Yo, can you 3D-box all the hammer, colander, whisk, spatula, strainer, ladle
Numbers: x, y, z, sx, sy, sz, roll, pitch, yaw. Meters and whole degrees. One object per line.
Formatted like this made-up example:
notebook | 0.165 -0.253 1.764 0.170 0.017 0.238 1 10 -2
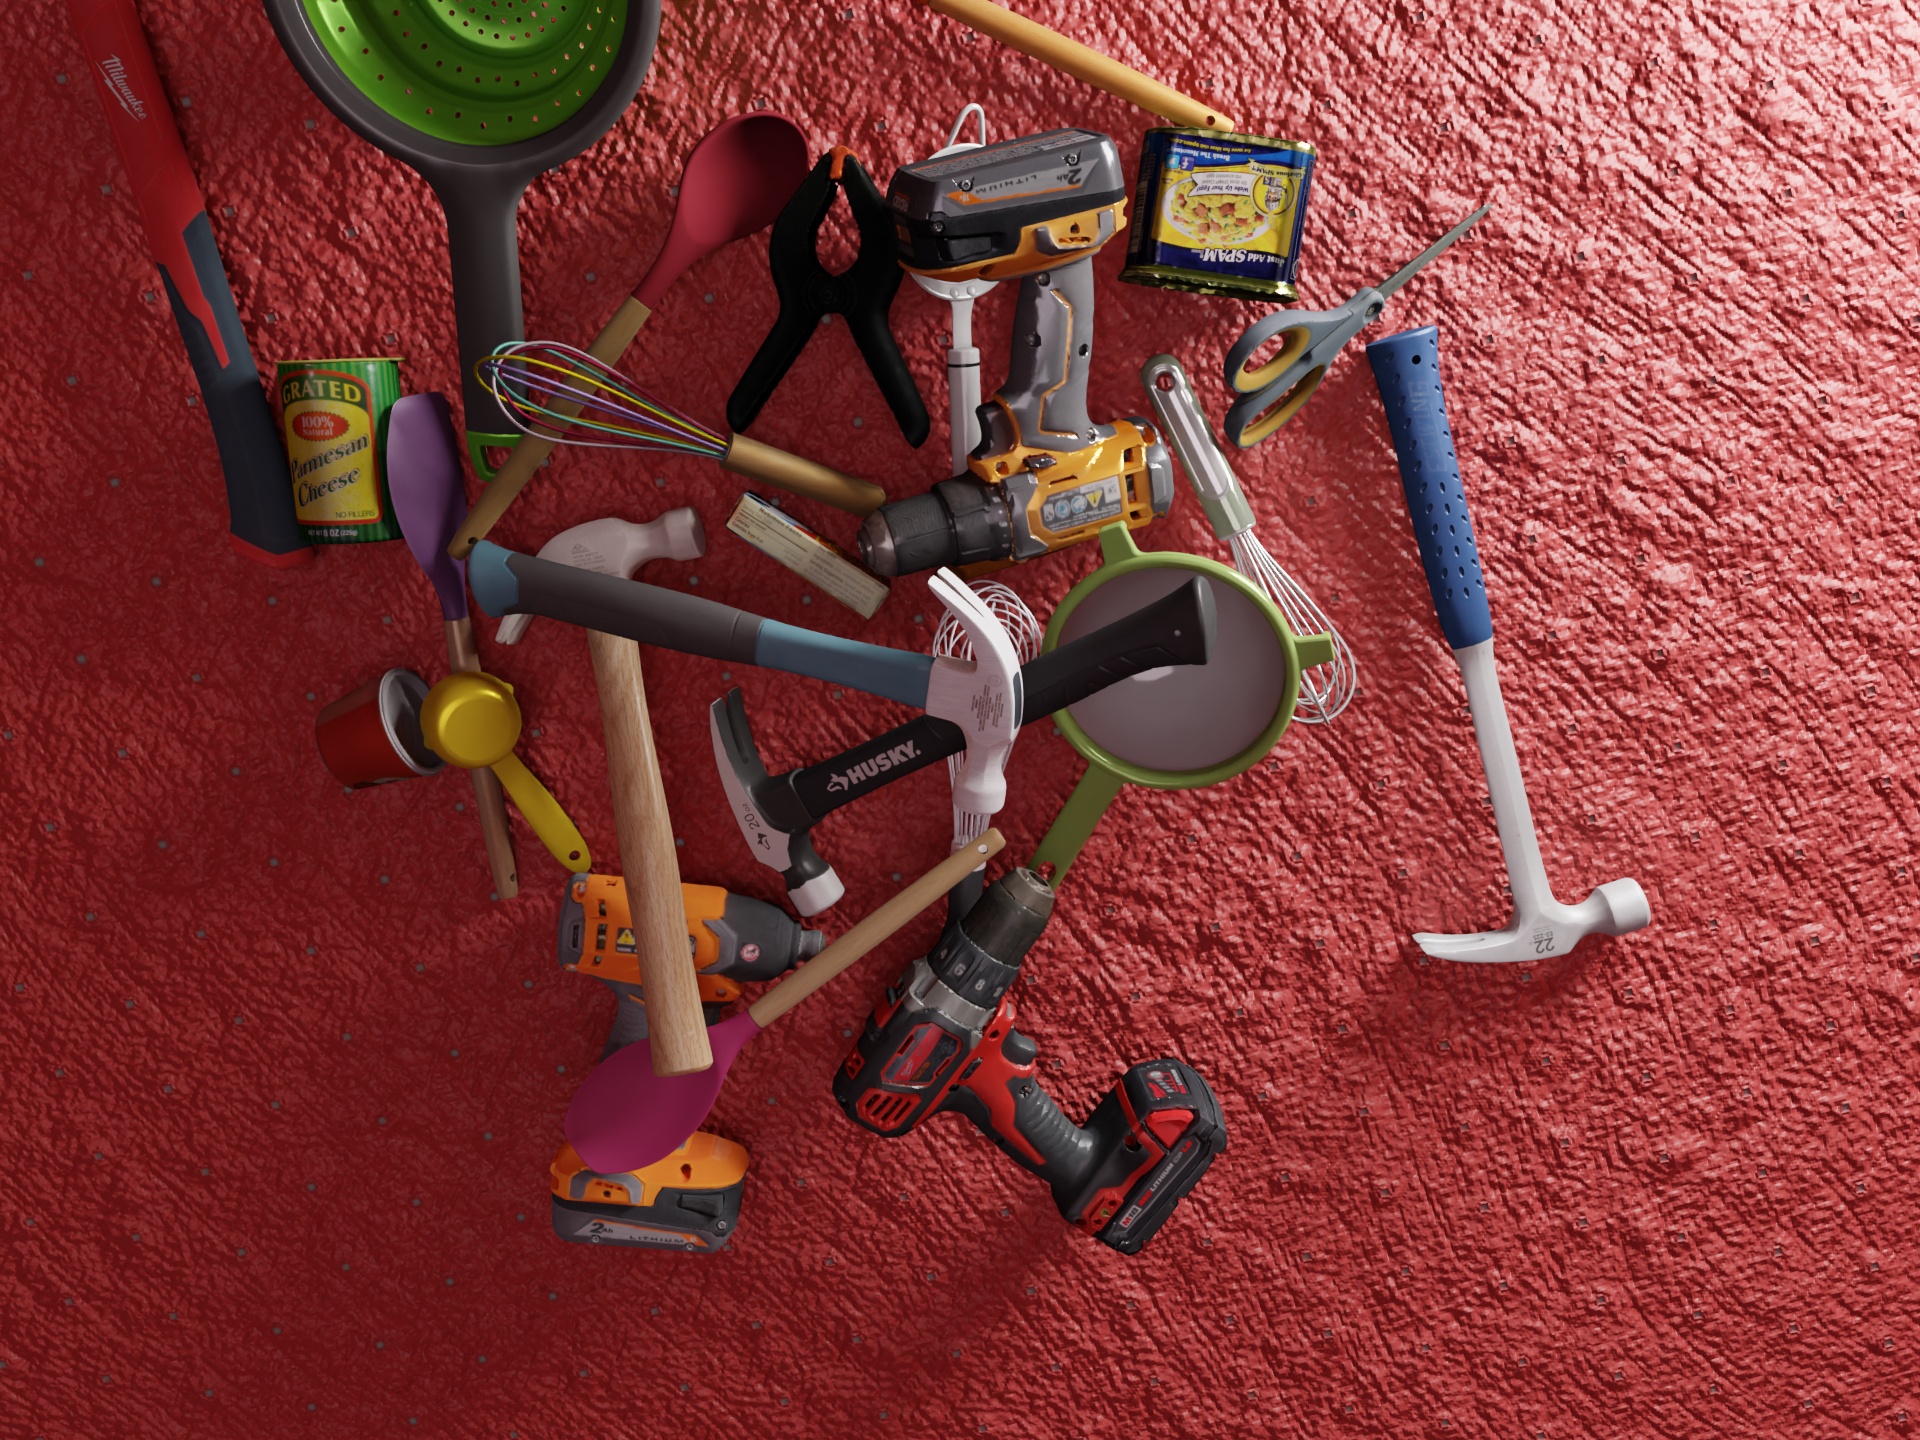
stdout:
hammer | -0.194 0.045 0.945 0.130 0.031 0.331 -10 86 6
colander | -0.260 -0.329 0.881 0.204 0.095 0.396 3 121 -2
whisk | 0.007 0.052 0.985 0.070 0.070 0.284 4 108 -2
spatula | -0.301 -0.037 0.959 0.018 0.060 0.315 4 111 25
strainer | -0.001 -0.220 0.926 0.087 0.050 0.258 -14 112 -31
hammer | 0.311 -0.036 0.978 0.144 0.035 0.405 -17 103 3
whisk | 0.169 -0.107 0.953 0.058 0.059 0.246 -26 98 13
whisk | -0.156 -0.162 0.911 0.244 0.051 0.047 17 128 -24
hammer | -0.125 -0.046 0.896 0.331 0.033 0.128 14 112 11
hammer | -0.001 -0.003 0.917 0.335 0.035 0.146 -25 100 28
hammer | -0.429 -0.278 0.905 0.143 0.038 0.386 -14 103 0
strainer | 0.104 0.001 0.972 0.151 0.069 0.256 28 121 -1
ladle | -0.197 -0.218 0.912 0.315 0.031 0.069 -51 137 6
spatula | 0.006 -0.398 0.895 0.322 0.041 0.081 21 101 -10

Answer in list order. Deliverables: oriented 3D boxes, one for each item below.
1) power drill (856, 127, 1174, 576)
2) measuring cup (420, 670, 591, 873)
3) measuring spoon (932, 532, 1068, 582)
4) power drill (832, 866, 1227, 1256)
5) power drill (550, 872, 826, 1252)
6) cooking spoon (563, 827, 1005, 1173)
power drill | 0.017 -0.192 0.881 0.185 0.084 0.226 -18 119 -12
measuring cup | -0.267 0.039 0.967 0.062 0.029 0.156 -37 118 -13
measuring spoon | 0.039 -0.102 0.963 0.117 0.011 0.021 -21 127 0
power drill | 0.057 0.211 0.993 0.226 0.080 0.188 33 101 -16
power drill | -0.175 0.213 1.005 0.164 0.084 0.226 6 99 -4
cooking spoon | -0.103 0.164 0.958 0.319 0.017 0.069 -37 88 0
